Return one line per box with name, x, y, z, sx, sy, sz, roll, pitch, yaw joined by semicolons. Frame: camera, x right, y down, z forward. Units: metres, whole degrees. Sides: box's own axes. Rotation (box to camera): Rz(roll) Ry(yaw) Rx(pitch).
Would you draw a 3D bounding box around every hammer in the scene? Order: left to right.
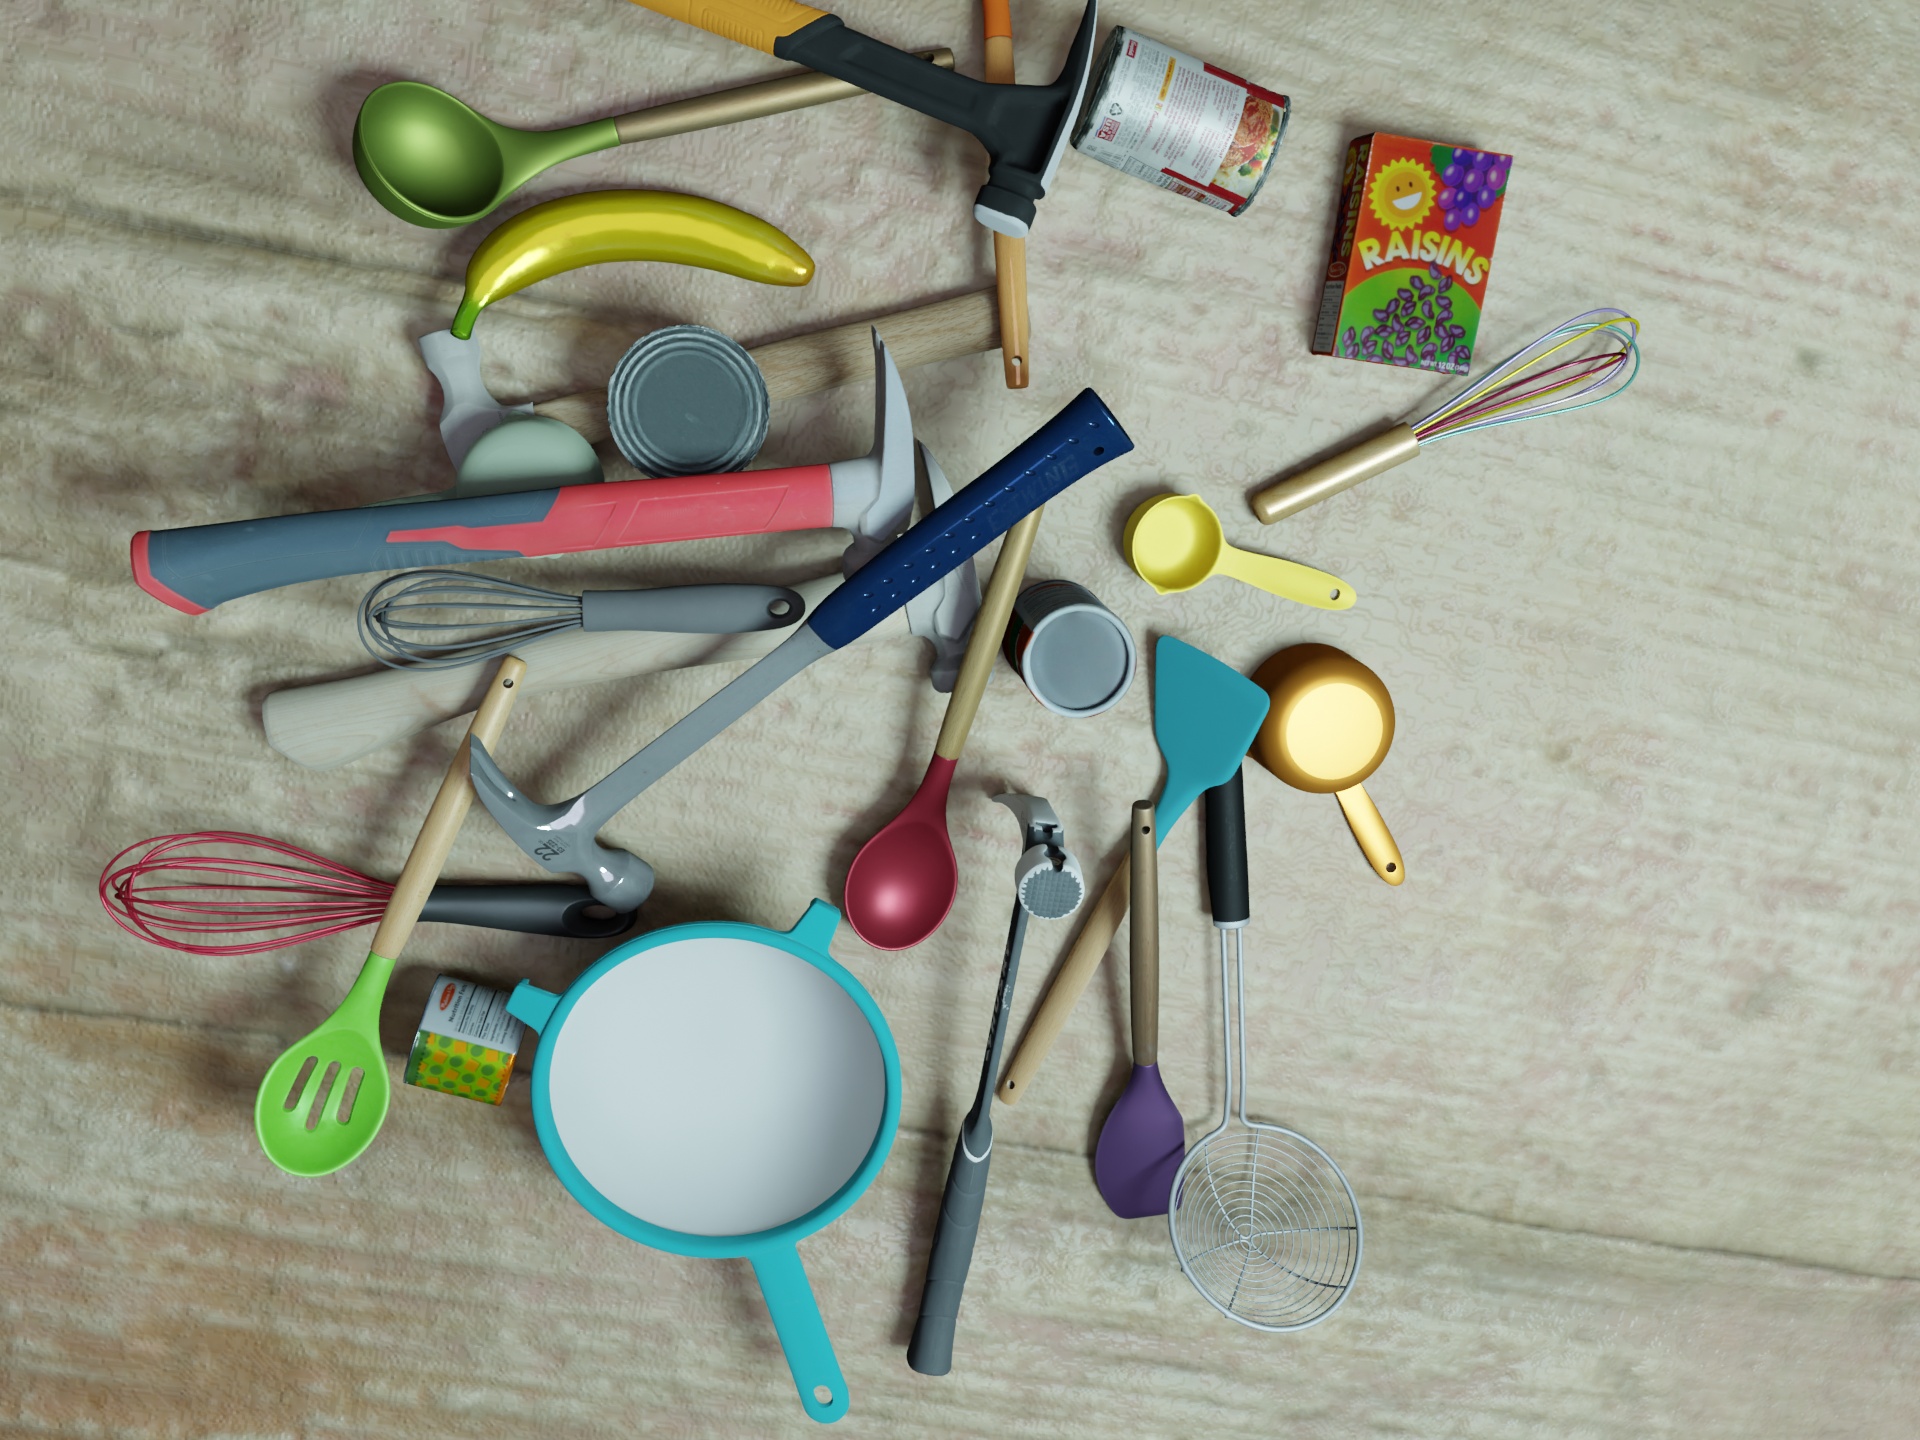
hammer;-0.214;-0.115;0.808;0.386;0.038;0.143;-7;125;-12
hammer;-0.193;-0.051;0.912;0.410;0.038;0.146;-12;103;-3
hammer;-0.122;-0.188;0.890;0.331;0.031;0.130;-14;104;-3
hammer;-0.098;-0.369;0.819;0.337;0.034;0.127;21;92;0
hammer;-0.086;-0.043;0.852;0.405;0.035;0.143;-36;130;14
hammer;0.011;0.234;0.972;0.036;0.149;0.408;7;111;-8

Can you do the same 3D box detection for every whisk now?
whisk;-0.338;0.105;0.925;0.295;0.073;0.073;5;103;-14
whisk;-0.204;-0.057;0.870;0.239;0.055;0.055;-3;104;-9
whisk;0.287;-0.173;0.936;0.245;0.047;0.051;-25;94;5

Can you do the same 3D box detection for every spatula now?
spatula;0.022;-0.343;0.853;0.081;0.041;0.322;-4;96;-3
spatula;0.092;0.104;0.975;0.082;0.044;0.317;34;105;30
spatula;0.112;0.189;0.983;0.059;0.018;0.315;-5;117;-5

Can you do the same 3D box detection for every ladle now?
ladle;-0.157;-0.324;0.842;0.320;0.062;0.078;-14;85;-6
ladle;-0.001;-0.003;0.912;0.069;0.031;0.315;11;116;-17

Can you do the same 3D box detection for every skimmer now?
skimmer;0.182;0.190;0.978;0.127;0.090;0.363;-7;102;-14

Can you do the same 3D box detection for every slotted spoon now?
slotted spoon;-0.311;0.108;0.893;0.070;0.031;0.314;24;93;-24

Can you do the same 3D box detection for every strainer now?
strainer;-0.125;0.262;0.965;0.211;0.095;0.340;-16;107;0

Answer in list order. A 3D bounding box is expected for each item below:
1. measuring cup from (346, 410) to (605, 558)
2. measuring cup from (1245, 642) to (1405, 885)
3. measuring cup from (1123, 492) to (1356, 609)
measuring cup;-0.276;-0.114;0.854;0.167;0.038;0.083;-13;105;-2
measuring cup;0.239;0.036;0.971;0.095;0.052;0.173;-30;103;1
measuring cup;0.167;-0.094;0.953;0.156;0.029;0.062;15;102;-22
